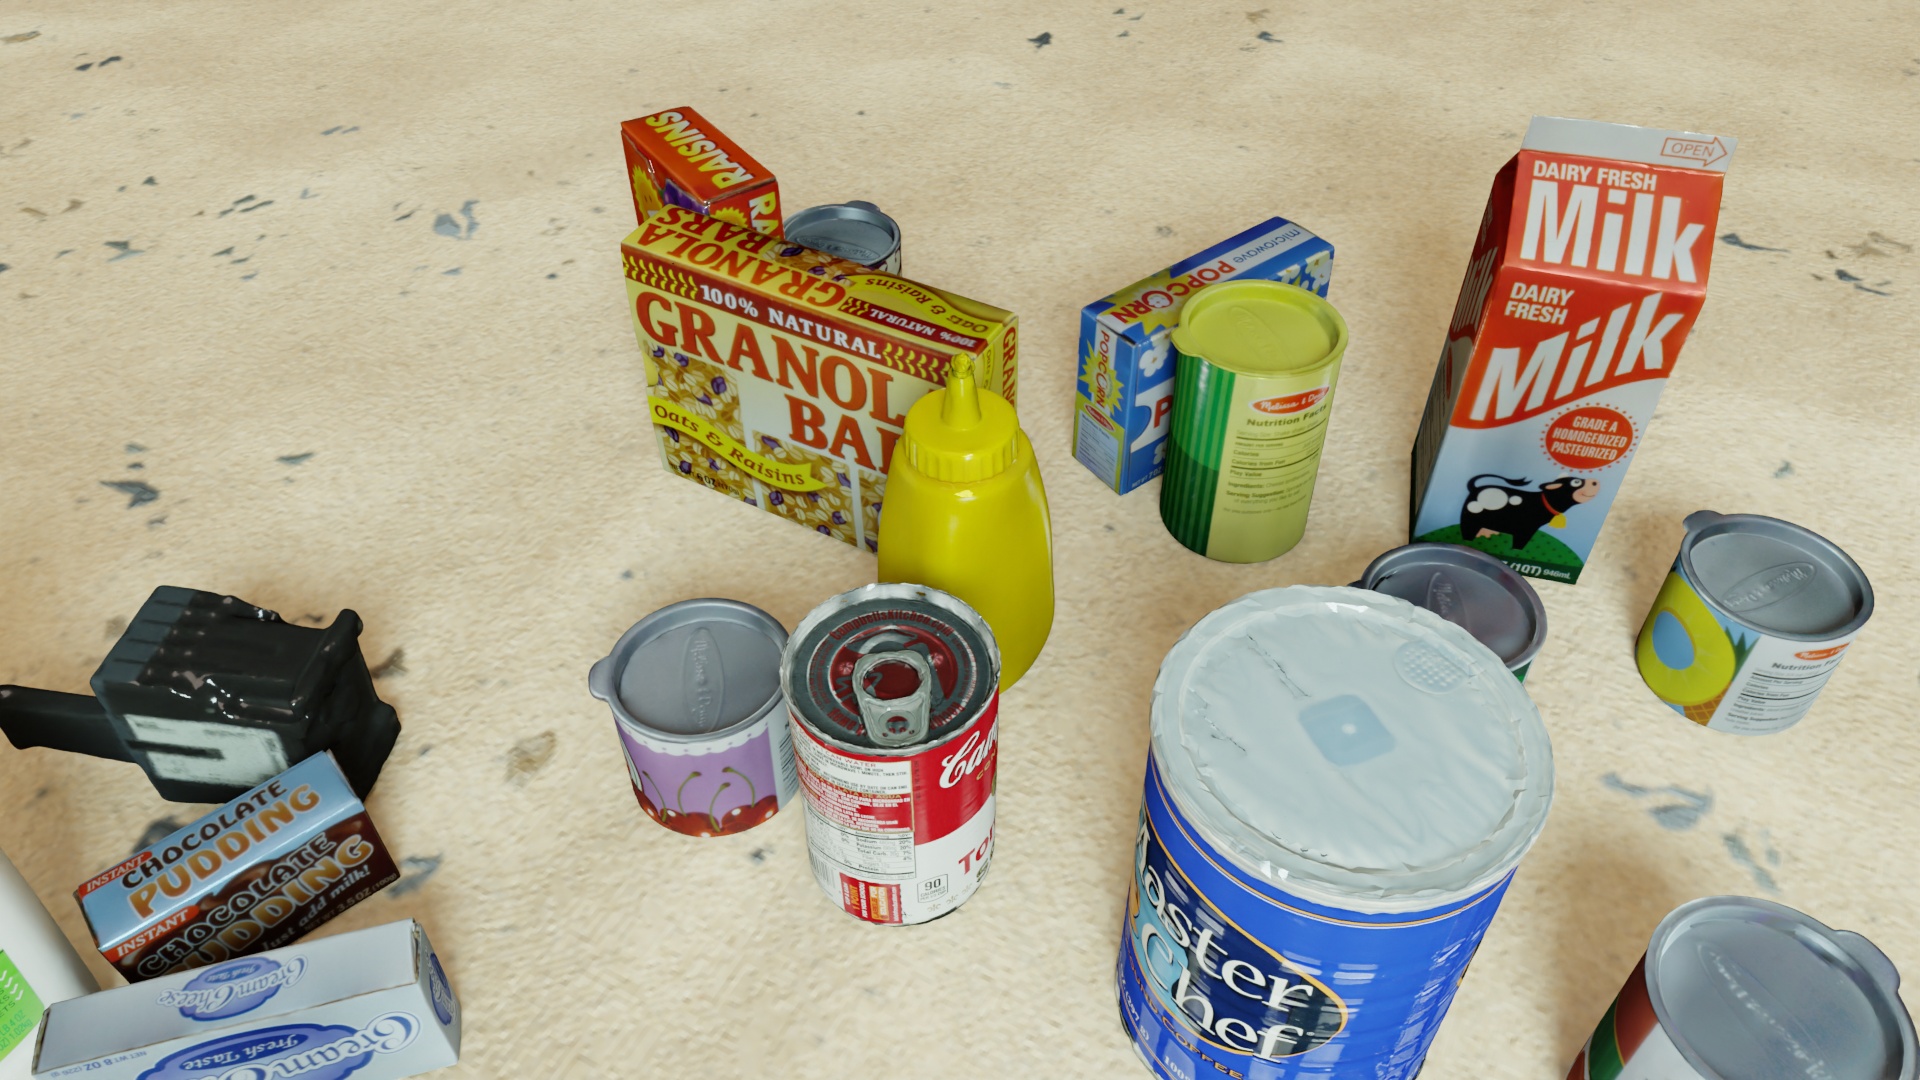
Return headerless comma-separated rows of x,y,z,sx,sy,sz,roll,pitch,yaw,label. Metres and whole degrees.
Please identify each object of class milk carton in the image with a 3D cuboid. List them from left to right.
0.236,-0.078,0.552,0.072,0.189,0.074,10,45,10,milk carton

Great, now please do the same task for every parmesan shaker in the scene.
0.117,-0.048,0.584,0.071,0.102,0.072,0,44,0,parmesan shaker

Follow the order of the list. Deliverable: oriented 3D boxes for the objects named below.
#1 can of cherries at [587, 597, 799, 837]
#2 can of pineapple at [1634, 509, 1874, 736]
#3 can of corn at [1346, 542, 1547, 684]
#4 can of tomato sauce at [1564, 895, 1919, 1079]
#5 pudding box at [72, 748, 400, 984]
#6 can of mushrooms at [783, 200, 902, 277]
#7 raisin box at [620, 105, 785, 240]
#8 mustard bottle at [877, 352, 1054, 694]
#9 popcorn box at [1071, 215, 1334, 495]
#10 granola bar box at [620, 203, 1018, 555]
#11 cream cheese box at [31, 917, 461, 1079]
-0.093,0.064,0.500,0.071,0.058,0.072,0,44,0,can of cherries
0.301,0.031,0.534,0.071,0.057,0.071,0,44,0,can of pineapple
0.175,0.044,0.521,0.071,0.058,0.071,0,44,0,can of corn
0.216,0.150,0.392,0.071,0.082,0.071,0,44,0,can of tomato sauce
-0.235,0.112,0.457,0.084,0.049,0.030,-31,52,-28,pudding box
-0.063,-0.150,0.740,0.071,0.033,0.071,0,44,0,can of mushrooms
-0.117,-0.129,0.654,0.040,0.122,0.086,-26,49,-24,raisin box
0.002,-0.006,0.500,0.065,0.159,0.049,-29,51,-26,mustard bottle
0.111,-0.086,0.636,0.127,0.084,0.038,-29,51,-26,popcorn box
-0.058,-0.059,0.581,0.166,0.123,0.039,21,48,21,granola bar box
-0.209,0.148,0.417,0.104,0.053,0.024,-11,45,-11,cream cheese box
